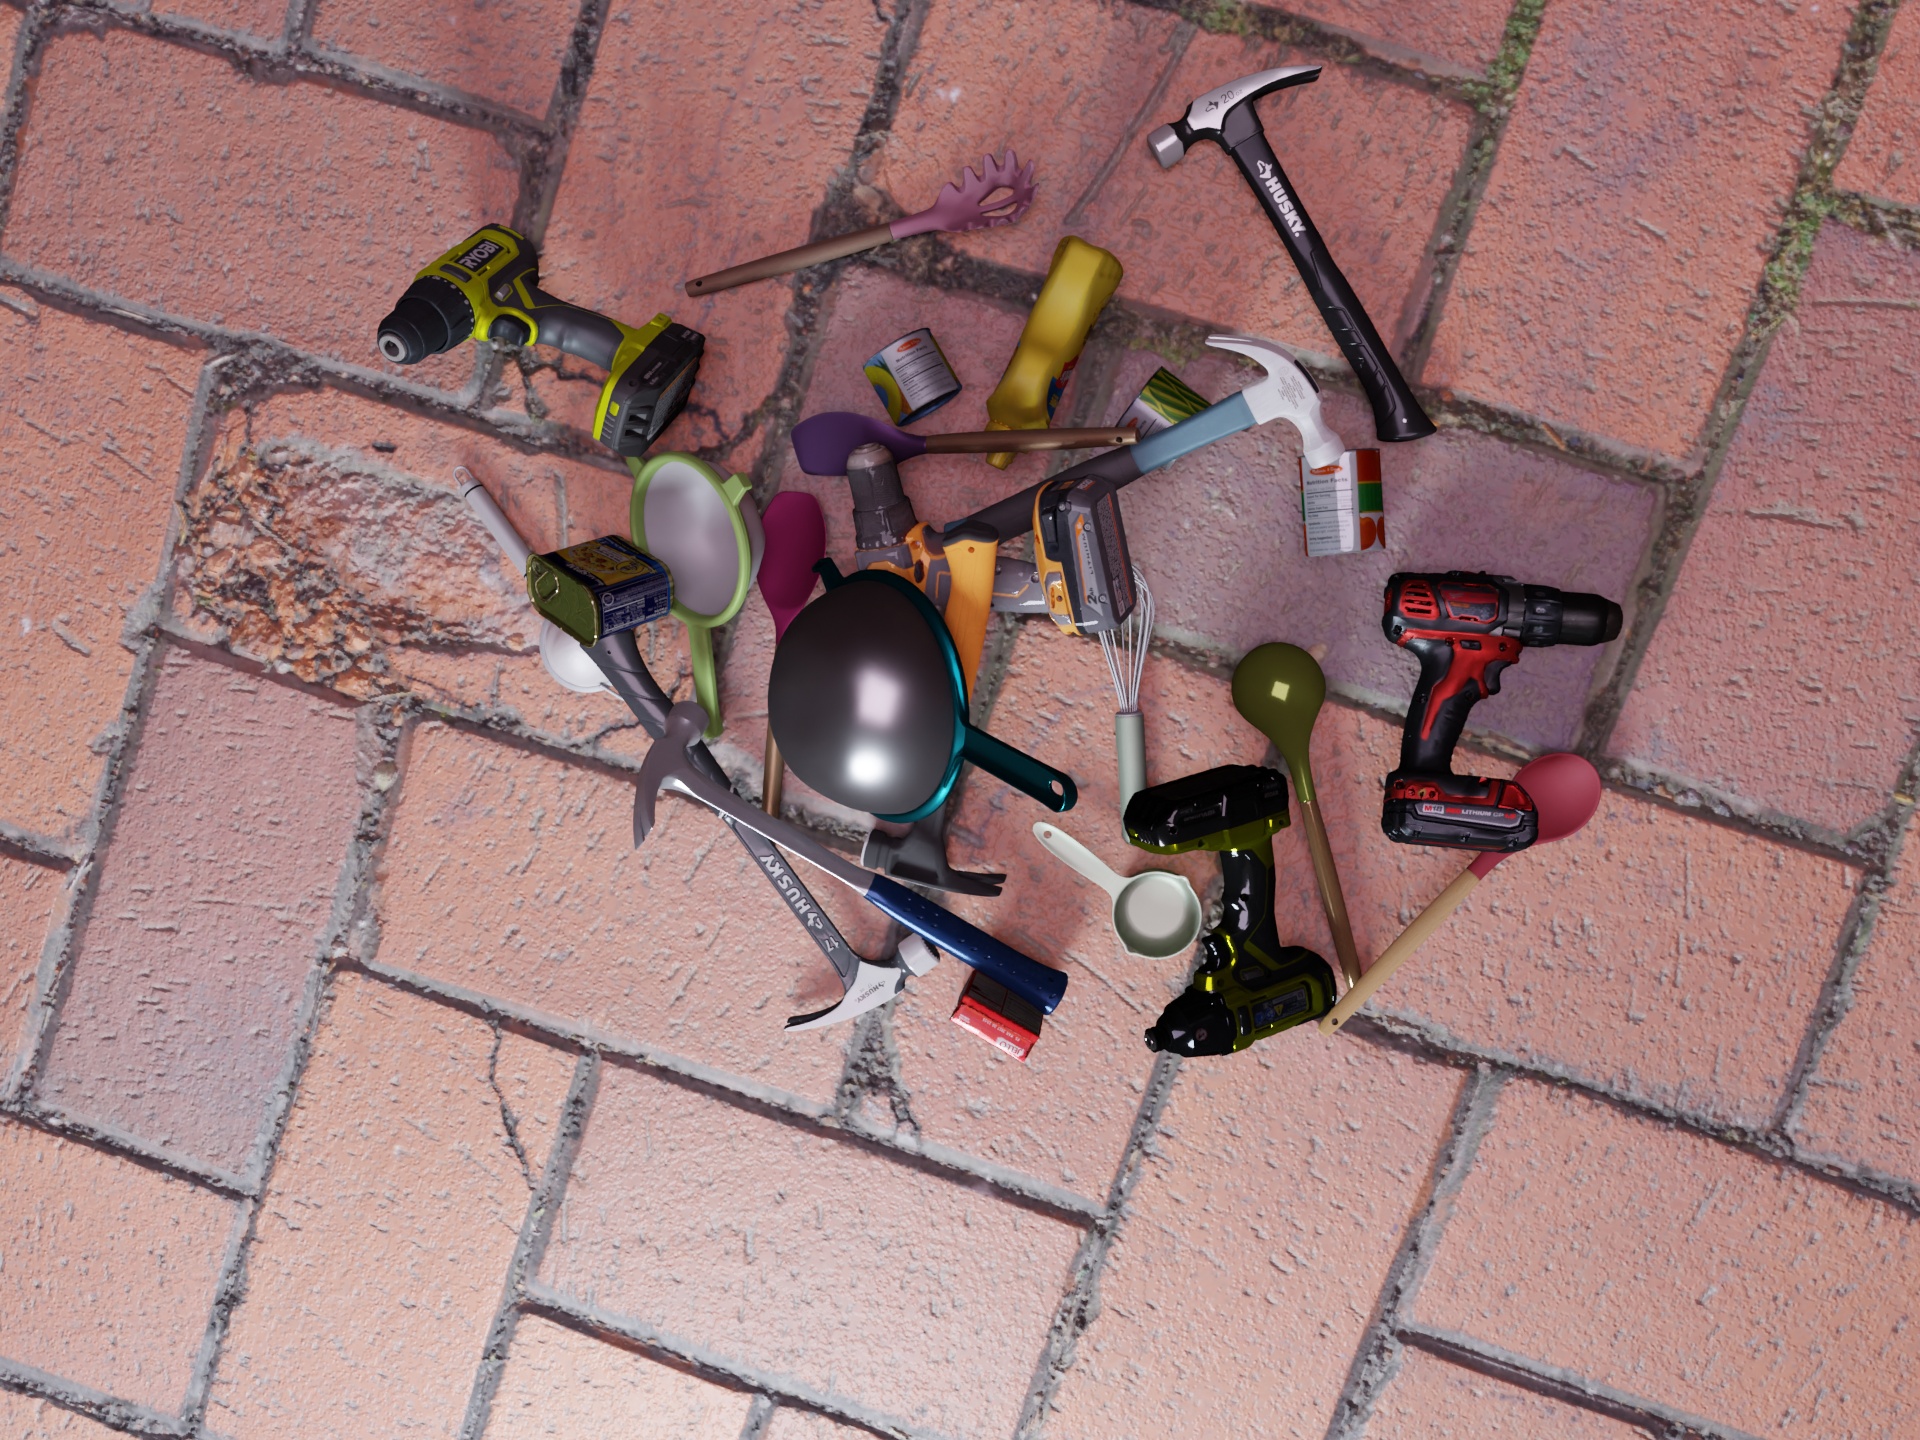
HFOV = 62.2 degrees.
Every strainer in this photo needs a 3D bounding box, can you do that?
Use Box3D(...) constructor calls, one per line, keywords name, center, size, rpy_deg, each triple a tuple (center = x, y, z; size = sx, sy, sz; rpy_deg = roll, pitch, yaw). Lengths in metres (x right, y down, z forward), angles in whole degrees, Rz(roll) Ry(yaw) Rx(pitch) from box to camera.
Box3D(name="strainer", center=(-0.372, -0.120, 1.402), size=(0.087, 0.050, 0.258), rpy_deg=(-37, 87, 6))
Box3D(name="strainer", center=(-0.208, -0.111, 1.372), size=(0.152, 0.069, 0.256), rpy_deg=(17, 120, 38))
Box3D(name="strainer", center=(-0.054, 0.007, 1.236), size=(0.341, 0.095, 0.211), rpy_deg=(27, 119, 46))

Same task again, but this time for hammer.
Box3D(name="hammer", center=(-0.195, 0.090, 1.381), size=(0.149, 0.036, 0.409), rpy_deg=(-36, 95, 6))
Box3D(name="hammer", center=(-0.088, 0.136, 1.324), size=(0.405, 0.144, 0.035), rpy_deg=(32, 132, -11))
Box3D(name="hammer", center=(0.133, -0.206, 1.293), size=(0.331, 0.033, 0.128), rpy_deg=(-22, 104, 26))
Box3D(name="hammer", center=(0.299, -0.377, 1.311), size=(0.146, 0.035, 0.335), rpy_deg=(-30, 91, 8))
Box3D(name="hammer", center=(-0.002, -0.004, 1.307), size=(0.127, 0.034, 0.336), rpy_deg=(14, 120, 8))

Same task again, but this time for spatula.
Box3D(name="spatula", center=(-0.003, -0.229, 1.304), size=(0.316, 0.018, 0.059), rpy_deg=(3, 125, 26))

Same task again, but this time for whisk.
Box3D(name="whisk", center=(0.142, -0.014, 1.356), size=(0.059, 0.057, 0.246), rpy_deg=(2, 99, 40))

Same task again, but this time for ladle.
Box3D(name="ladle", center=(0.411, 0.148, 1.326), size=(0.069, 0.031, 0.315), rpy_deg=(44, 89, 6))
Box3D(name="ladle", center=(0.300, 0.089, 1.352), size=(0.078, 0.062, 0.320), rpy_deg=(-15, 100, 10))

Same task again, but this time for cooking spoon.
Box3D(name="cooking spoon", center=(-0.157, -0.041, 1.394), size=(0.069, 0.017, 0.319), rpy_deg=(7, 96, 19))

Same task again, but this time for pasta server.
Box3D(name="pasta server", center=(-0.086, -0.411, 1.348), size=(0.316, 0.040, 0.060), rpy_deg=(-14, 81, 8))

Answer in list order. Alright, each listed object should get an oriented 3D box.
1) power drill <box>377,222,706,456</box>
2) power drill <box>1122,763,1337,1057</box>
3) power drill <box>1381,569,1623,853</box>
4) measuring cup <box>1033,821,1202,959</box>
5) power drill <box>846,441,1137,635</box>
Box3D(name="power drill", center=(-0.346, -0.312, 1.315), size=(0.228, 0.191, 0.080), rpy_deg=(26, 131, -2))
Box3D(name="power drill", center=(0.214, 0.160, 1.309), size=(0.171, 0.080, 0.223), rpy_deg=(-15, 100, -21))
Box3D(name="power drill", center=(0.434, -0.009, 1.291), size=(0.188, 0.080, 0.227), rpy_deg=(5, 82, 8))
Box3D(name="measuring cup", center=(0.132, 0.138, 1.370), size=(0.167, 0.038, 0.083), rpy_deg=(36, 97, 4))
Box3D(name="power drill", center=(0.015, -0.147, 1.300), size=(0.226, 0.084, 0.185), rpy_deg=(-5, 111, 25))
